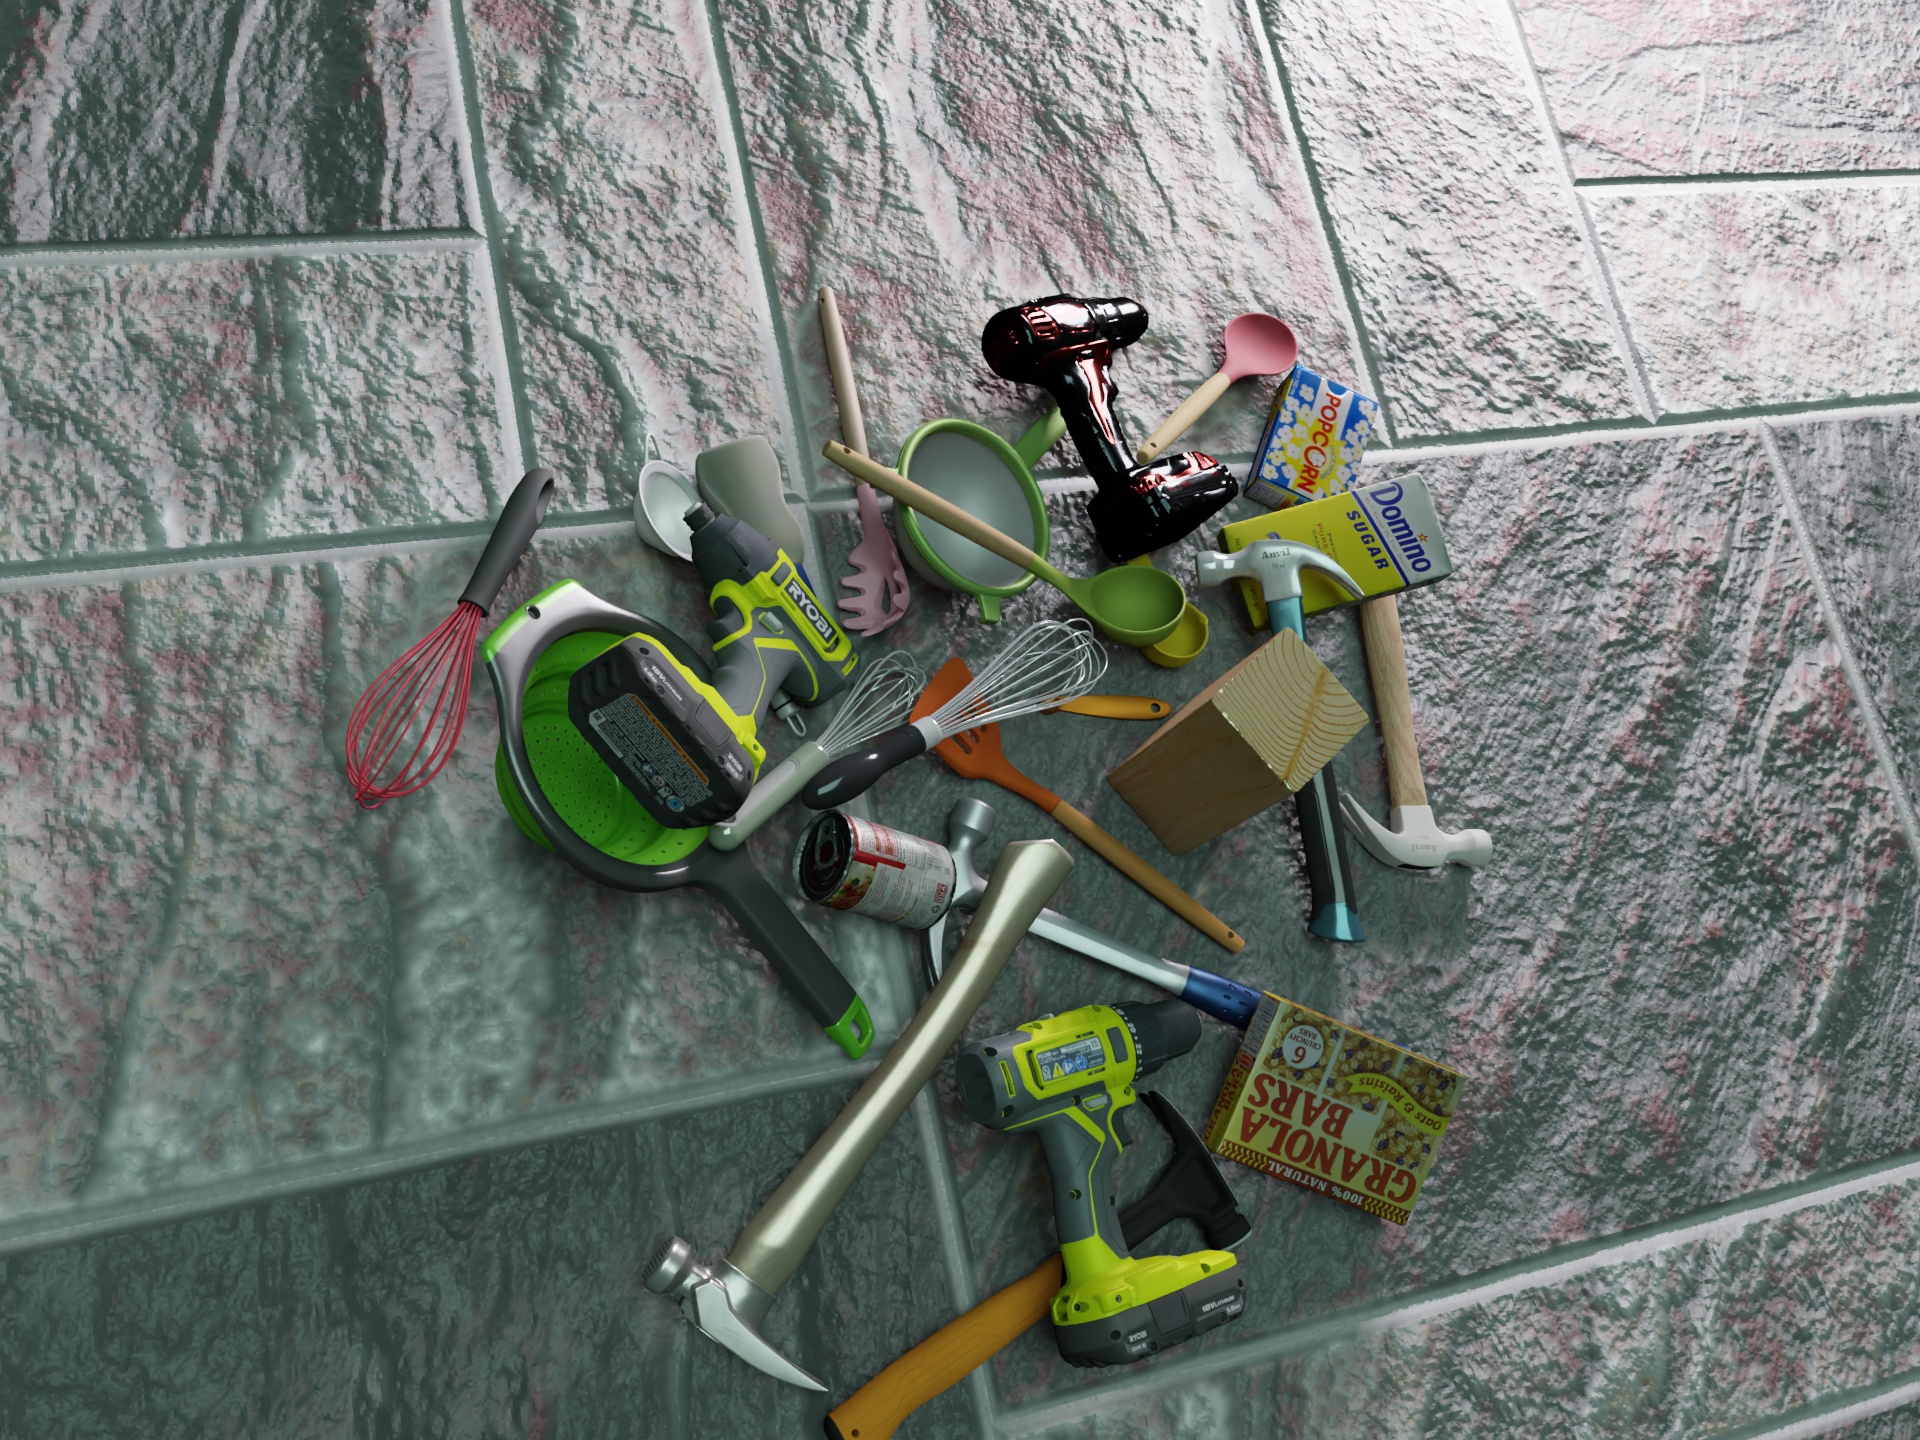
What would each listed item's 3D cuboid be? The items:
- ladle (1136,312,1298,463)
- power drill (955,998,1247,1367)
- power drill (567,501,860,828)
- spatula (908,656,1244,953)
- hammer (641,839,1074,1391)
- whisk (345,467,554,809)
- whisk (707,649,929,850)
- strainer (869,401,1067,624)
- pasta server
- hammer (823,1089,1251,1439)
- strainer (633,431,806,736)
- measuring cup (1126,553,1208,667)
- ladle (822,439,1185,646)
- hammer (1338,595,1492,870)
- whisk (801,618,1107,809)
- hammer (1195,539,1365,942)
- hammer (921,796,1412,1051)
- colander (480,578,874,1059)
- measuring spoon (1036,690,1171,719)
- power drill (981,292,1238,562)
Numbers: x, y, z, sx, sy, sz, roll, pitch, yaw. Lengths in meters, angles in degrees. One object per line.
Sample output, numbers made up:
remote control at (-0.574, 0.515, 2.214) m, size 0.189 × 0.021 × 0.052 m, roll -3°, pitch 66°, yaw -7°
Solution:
ladle at (0.212, -0.276, 1.332) m, size 0.069 × 0.031 × 0.315 m, roll 36°, pitch 41°, yaw 7°
power drill at (0.113, 0.310, 1.107) m, size 0.190 × 0.080 × 0.229 m, roll -9°, pitch 75°, yaw -30°
power drill at (-0.170, -0.044, 1.109) m, size 0.171 × 0.080 × 0.223 m, roll 52°, pitch 34°, yaw -17°
spatula at (0.096, 0.078, 1.237) m, size 0.322 × 0.041 × 0.081 m, roll 37°, pitch 55°, yaw -3°
hammer at (-0.038, 0.259, 1.115) m, size 0.146 × 0.038 × 0.411 m, roll 39°, pitch 73°, yaw -6°
whisk at (-0.360, -0.065, 1.146) m, size 0.073 × 0.073 × 0.296 m, roll 24°, pitch 63°, yaw -8°
whisk at (-0.101, 0.021, 1.162) m, size 0.058 × 0.059 × 0.246 m, roll 13°, pitch 37°, yaw 31°
strainer at (0.020, -0.189, 1.296) m, size 0.151 × 0.069 × 0.256 m, roll 50°, pitch 48°, yaw -12°
pasta server at (-0.087, -0.214, 1.281) m, size 0.040 × 0.060 × 0.316 m, roll 11°, pitch 62°, yaw -52°
hammer at (0.047, 0.400, 1.123) m, size 0.337 × 0.034 × 0.127 m, roll -29°, pitch 83°, yaw -22°
strainer at (-0.188, -0.097, 1.214) m, size 0.258 × 0.050 × 0.087 m, roll 59°, pitch 24°, yaw 2°
measuring cup at (0.153, -0.111, 1.329) m, size 0.062 × 0.029 × 0.157 m, roll -17°, pitch 66°, yaw -21°
ladle at (0.039, -0.140, 1.209) m, size 0.320 × 0.062 × 0.078 m, roll 26°, pitch 43°, yaw -26°
hammer at (0.363, -0.036, 1.355) m, size 0.130 × 0.031 × 0.331 m, roll 1°, pitch 72°, yaw -16°
whisk at (-0.003, -0.004, 1.180) m, size 0.284 × 0.070 × 0.070 m, roll -29°, pitch 82°, yaw -30°
hammer at (0.278, 0.016, 1.282) m, size 0.128 × 0.033 × 0.331 m, roll -9°, pitch 85°, yaw 7°
hammer at (0.159, 0.201, 1.218) m, size 0.405 × 0.035 × 0.144 m, roll 24°, pitch 68°, yaw -8°
colander at (-0.206, 0.094, 1.124) m, size 0.397 × 0.094 × 0.204 m, roll 54°, pitch 38°, yaw -14°
measuring spoon at (0.118, -0.013, 1.288) m, size 0.117 × 0.011 × 0.021 m, roll 3°, pitch 72°, yaw -15°
power drill at (0.135, -0.258, 1.326) m, size 0.188 × 0.080 × 0.227 m, roll -24°, pitch 80°, yaw -44°
